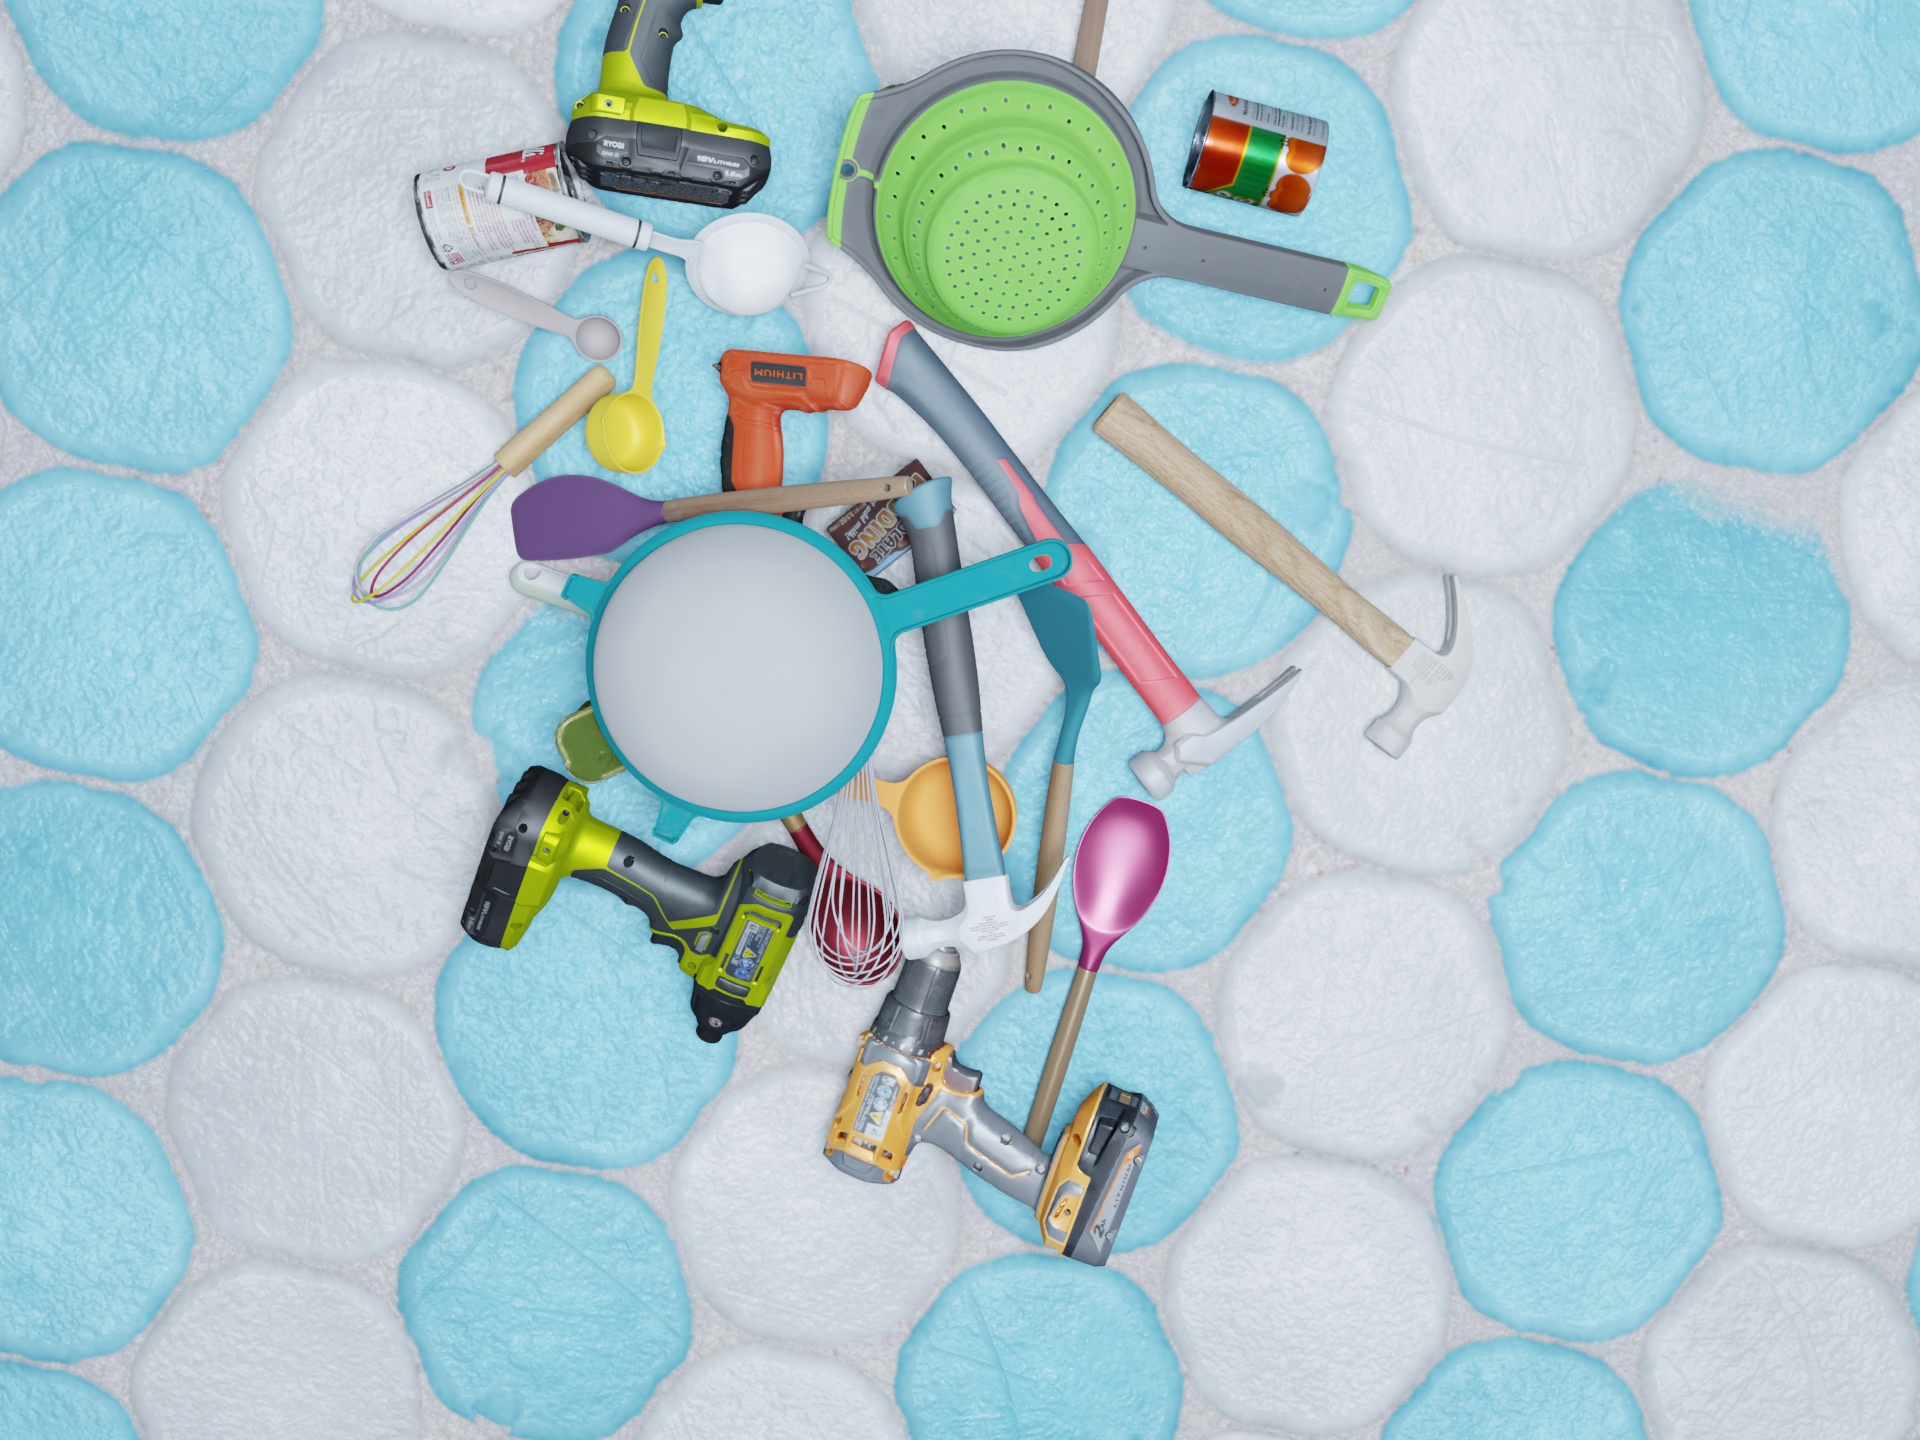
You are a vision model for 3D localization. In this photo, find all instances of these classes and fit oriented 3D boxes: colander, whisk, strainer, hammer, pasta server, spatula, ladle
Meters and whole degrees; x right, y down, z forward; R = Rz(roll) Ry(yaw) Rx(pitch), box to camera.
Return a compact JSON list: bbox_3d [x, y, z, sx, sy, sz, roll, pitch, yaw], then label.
[{"bbox_3d":[0.110,-0.309,1.062,0.397,0.095,0.204,10,127,-11],"label":"colander"},{"bbox_3d":[-0.072,0.046,1.107,0.070,0.070,0.285,0,69,-2],"label":"whisk"},{"bbox_3d":[-0.090,-0.049,1.023,0.340,0.095,0.211,-19,96,7],"label":"strainer"},{"bbox_3d":[-0.002,-0.004,1.112,0.128,0.033,0.331,-9,91,7],"label":"hammer"},{"bbox_3d":[0.093,-0.493,1.106,0.060,0.040,0.316,10,101,-3],"label":"pasta server"},{"bbox_3d":[-0.339,-0.164,1.128,0.245,0.047,0.051,-41,95,1],"label":"whisk"},{"bbox_3d":[-0.179,-0.148,1.090,0.316,0.018,0.060,-2,98,22],"label":"spatula"},{"bbox_3d":[0.082,-0.134,1.145,0.143,0.038,0.386,-38,97,2],"label":"hammer"},{"bbox_3d":[-0.207,-0.322,1.071,0.258,0.050,0.086,13,137,-21],"label":"strainer"},{"bbox_3d":[-0.131,0.057,1.145,0.069,0.031,0.315,-27,108,4],"label":"ladle"},{"bbox_3d":[-0.207,-0.066,1.141,0.246,0.059,0.058,19,57,2],"label":"whisk"},{"bbox_3d":[0.235,-0.122,1.153,0.331,0.031,0.130,39,95,-6],"label":"hammer"},{"bbox_3d":[0.062,0.055,1.148,0.044,0.082,0.317,-8,112,-38],"label":"spatula"}]

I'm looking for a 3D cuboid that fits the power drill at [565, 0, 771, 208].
[{"bbox_3d":[-0.173,-0.473,1.074,0.190,0.080,0.228,5,95,-12],"label":"power drill"}]

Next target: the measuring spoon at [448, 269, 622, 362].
[{"bbox_3d":[-0.296,-0.288,1.114,0.124,0.018,0.034,21,118,-16],"label":"measuring spoon"}]

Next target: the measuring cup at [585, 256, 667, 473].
[{"bbox_3d":[-0.232,-0.251,1.124,0.029,0.062,0.156,3,83,35],"label":"measuring cup"}]

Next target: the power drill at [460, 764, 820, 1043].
[{"bbox_3d":[-0.232,0.138,1.143,0.223,0.080,0.171,23,118,-6],"label":"power drill"}]

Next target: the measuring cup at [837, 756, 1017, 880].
[{"bbox_3d":[-0.041,0.055,1.162,0.173,0.052,0.095,18,94,7],"label":"measuring cup"}]

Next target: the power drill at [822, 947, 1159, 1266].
[{"bbox_3d":[0.029,0.276,1.165,0.226,0.084,0.185,20,96,10],"label":"power drill"}]

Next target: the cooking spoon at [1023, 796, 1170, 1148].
[{"bbox_3d":[0.088,0.211,1.199,0.069,0.017,0.319,18,96,5],"label":"cooking spoon"}]
